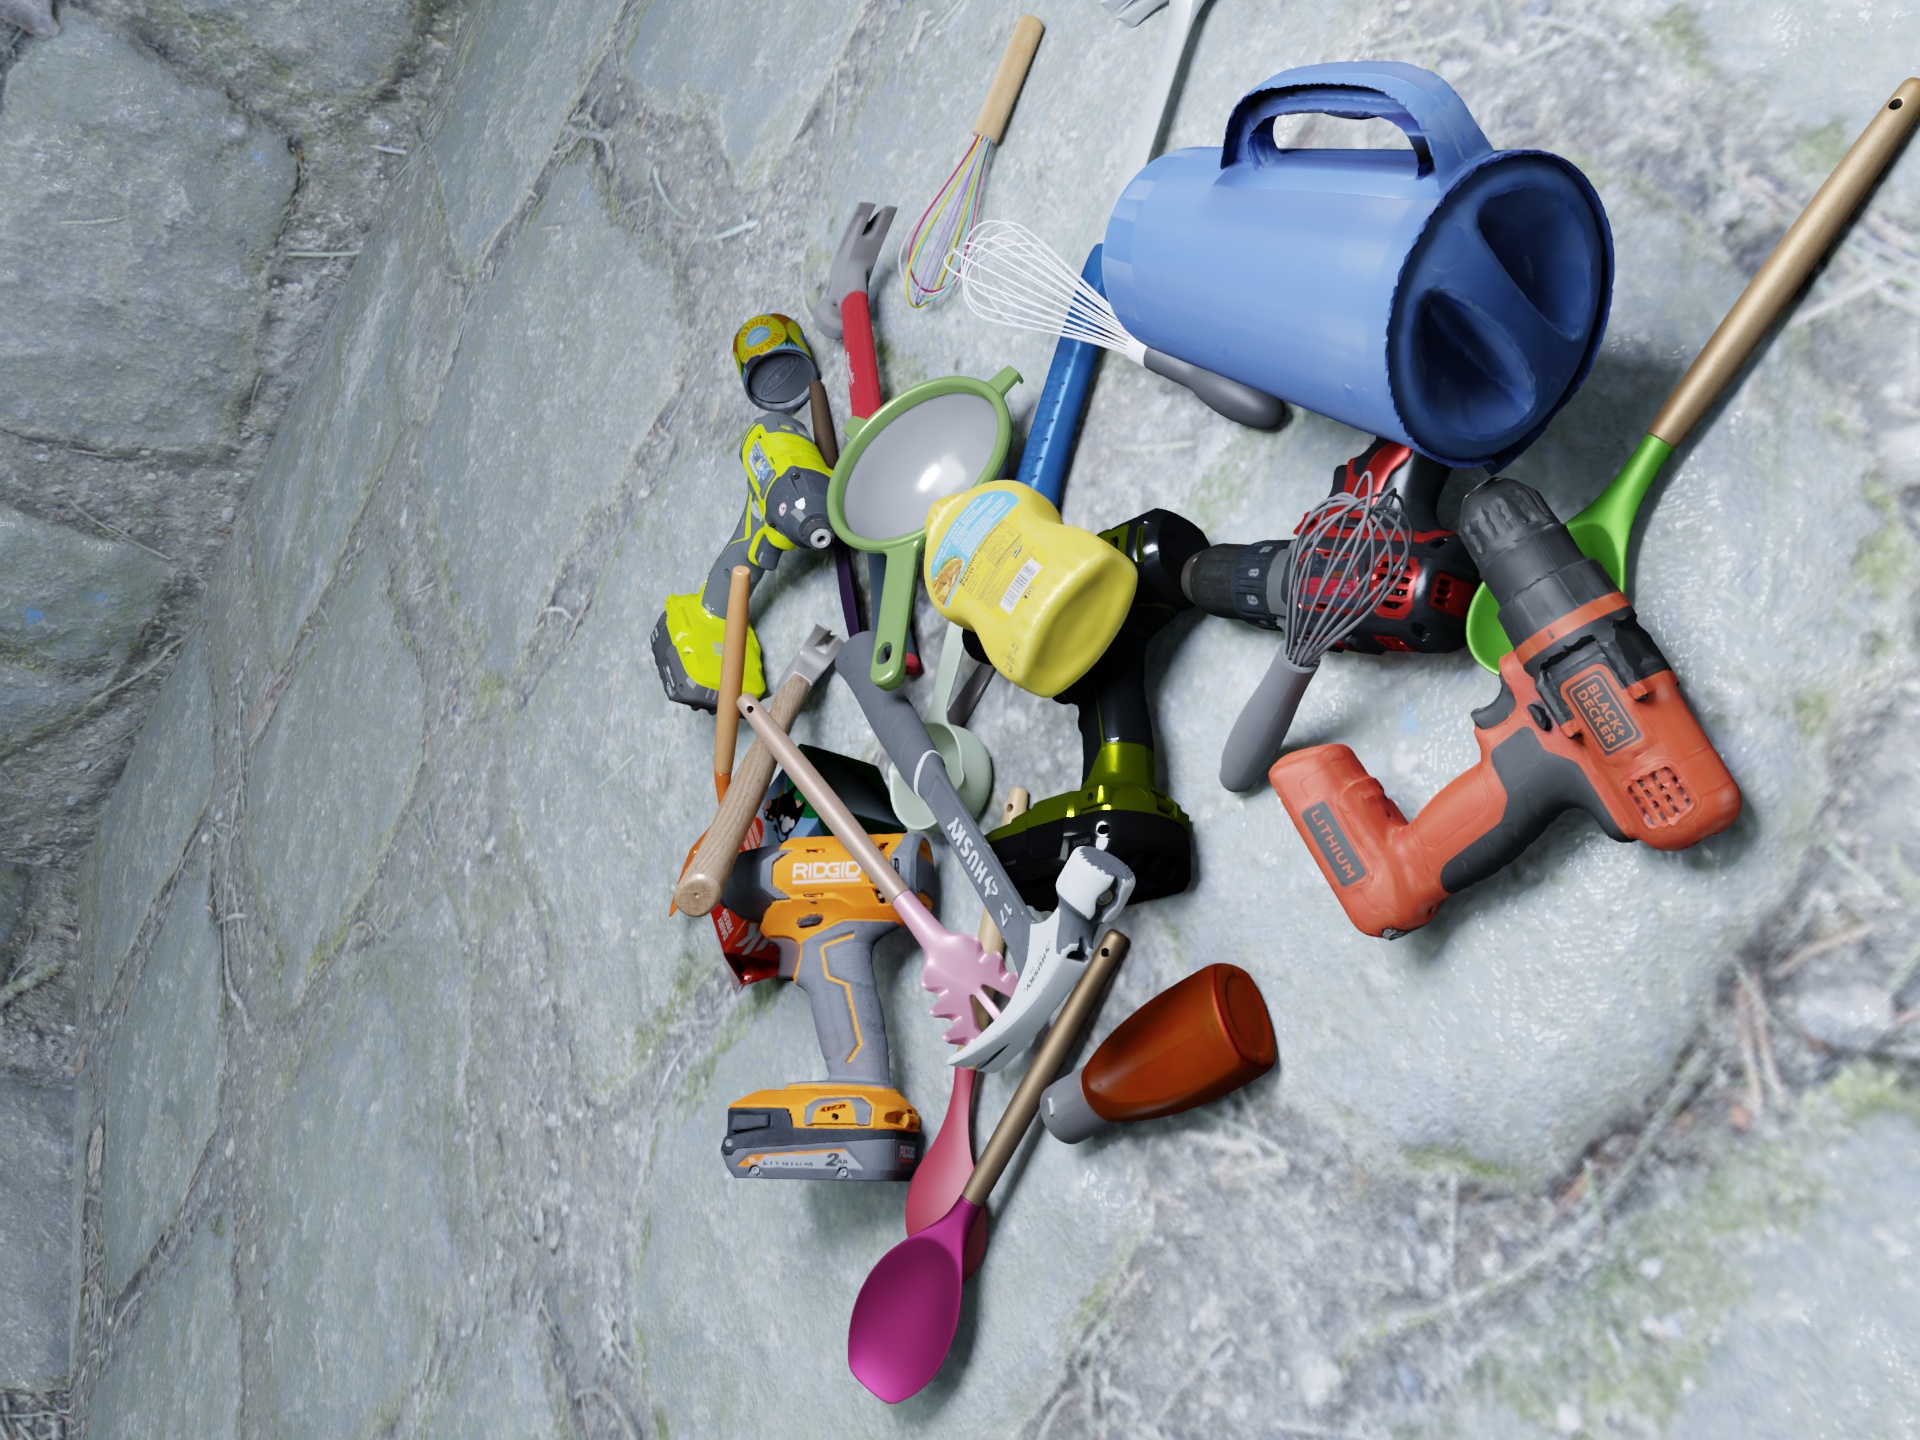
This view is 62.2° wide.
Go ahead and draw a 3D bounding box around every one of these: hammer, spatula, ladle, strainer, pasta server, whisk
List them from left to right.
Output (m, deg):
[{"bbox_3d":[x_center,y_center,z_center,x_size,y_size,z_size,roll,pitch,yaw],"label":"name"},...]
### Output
[{"bbox_3d":[-0.193,0.018,1.245,0.081,0.041,0.322,-83,3,-55],"label":"spatula"},{"bbox_3d":[-0.142,0.030,1.133,0.130,0.031,0.331,-53,11,28],"label":"hammer"},{"bbox_3d":[-0.101,-0.165,1.292,0.059,0.018,0.316,96,166,-53],"label":"spatula"},{"bbox_3d":[-0.056,0.092,1.021,0.060,0.040,0.316,-41,66,0],"label":"pasta server"},{"bbox_3d":[-0.065,-0.215,1.231,0.143,0.038,0.387,126,141,-57],"label":"hammer"},{"bbox_3d":[-0.022,-0.122,1.108,0.151,0.069,0.257,-12,56,30],"label":"strainer"},{"bbox_3d":[-0.015,0.048,0.983,0.149,0.036,0.409,-63,29,18],"label":"hammer"},{"bbox_3d":[0.010,-0.439,1.251,0.051,0.047,0.245,25,92,53],"label":"whisk"},{"bbox_3d":[0.010,0.196,1.016,0.069,0.031,0.315,0,74,44],"label":"ladle"},{"bbox_3d":[0.103,-0.336,1.100,0.144,0.035,0.405,17,90,52],"label":"hammer"},{"bbox_3d":[0.096,-0.252,1.022,0.285,0.070,0.070,37,106,32],"label":"whisk"},{"bbox_3d":[0.173,-0.035,0.817,0.238,0.055,0.055,105,156,-52],"label":"whisk"}]

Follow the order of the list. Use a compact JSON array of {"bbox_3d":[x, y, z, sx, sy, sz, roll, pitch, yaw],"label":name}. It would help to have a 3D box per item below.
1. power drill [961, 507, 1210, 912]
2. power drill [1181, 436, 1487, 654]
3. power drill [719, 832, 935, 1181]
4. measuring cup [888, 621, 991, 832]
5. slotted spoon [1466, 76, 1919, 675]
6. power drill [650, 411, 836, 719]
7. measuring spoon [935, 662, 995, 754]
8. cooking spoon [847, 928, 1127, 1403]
[{"bbox_3d":[0.068,-0.002,0.982,0.190,0.080,0.229,-21,58,45],"label":"power drill"},{"bbox_3d":[0.212,-0.149,0.863,0.188,0.080,0.227,12,89,53],"label":"power drill"},{"bbox_3d":[-0.102,0.189,1.061,0.164,0.084,0.227,-3,73,14],"label":"power drill"},{"bbox_3d":[-0.002,-0.004,1.097,0.083,0.038,0.167,3,79,51],"label":"measuring cup"},{"bbox_3d":[0.343,-0.151,0.738,0.070,0.031,0.313,45,110,42],"label":"slotted spoon"},{"bbox_3d":[-0.168,-0.118,1.292,0.223,0.080,0.171,-60,33,24],"label":"power drill"},{"bbox_3d":[0.005,-0.025,1.113,0.124,0.018,0.034,-59,40,18],"label":"measuring spoon"},{"bbox_3d":[0.020,0.266,0.957,0.069,0.017,0.319,30,95,29],"label":"cooking spoon"}]
